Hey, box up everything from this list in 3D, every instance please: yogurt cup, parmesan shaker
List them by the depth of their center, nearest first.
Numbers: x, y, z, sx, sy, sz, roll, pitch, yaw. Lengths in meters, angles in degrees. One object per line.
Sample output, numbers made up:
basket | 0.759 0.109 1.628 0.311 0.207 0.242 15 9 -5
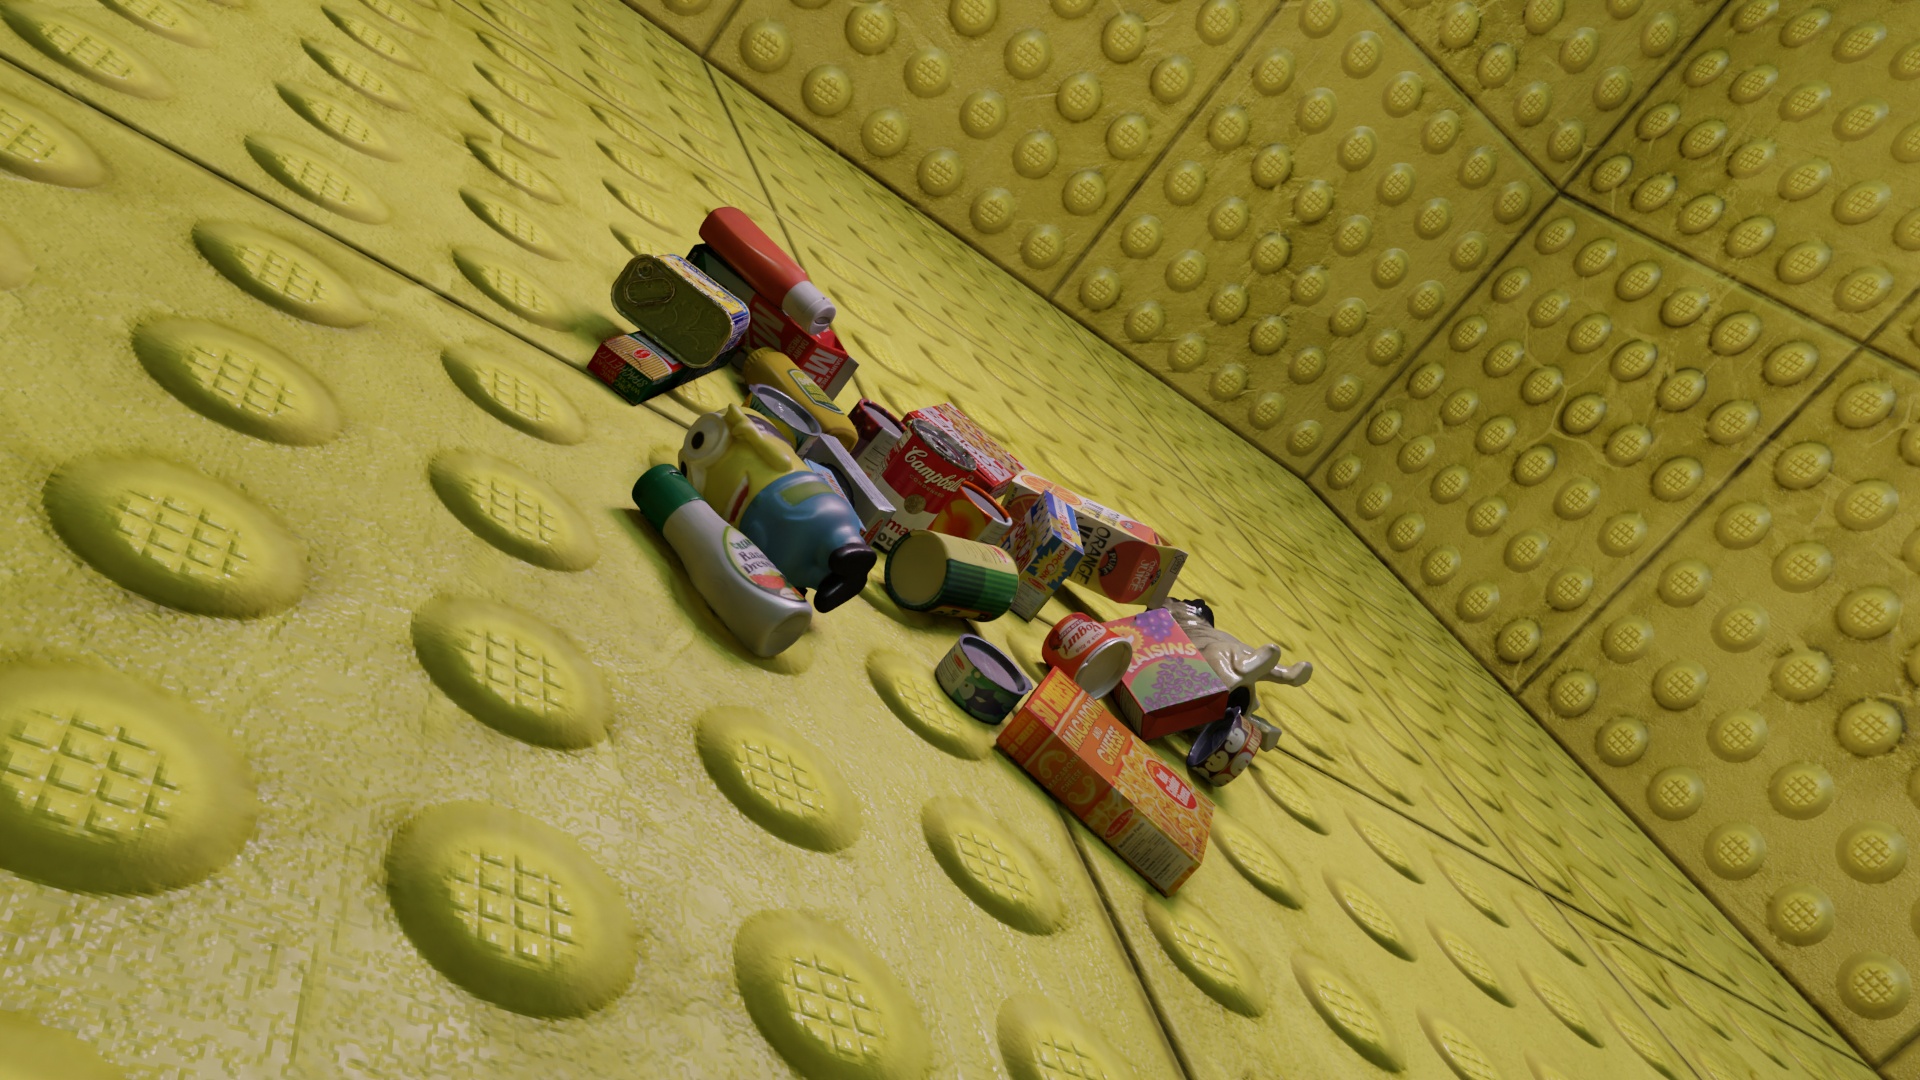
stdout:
parmesan shaker | -0.009 0.029 1.138 0.071 0.071 0.103 48 19 30
yogurt cup | 0.108 0.099 1.206 0.054 0.072 0.072 40 14 36

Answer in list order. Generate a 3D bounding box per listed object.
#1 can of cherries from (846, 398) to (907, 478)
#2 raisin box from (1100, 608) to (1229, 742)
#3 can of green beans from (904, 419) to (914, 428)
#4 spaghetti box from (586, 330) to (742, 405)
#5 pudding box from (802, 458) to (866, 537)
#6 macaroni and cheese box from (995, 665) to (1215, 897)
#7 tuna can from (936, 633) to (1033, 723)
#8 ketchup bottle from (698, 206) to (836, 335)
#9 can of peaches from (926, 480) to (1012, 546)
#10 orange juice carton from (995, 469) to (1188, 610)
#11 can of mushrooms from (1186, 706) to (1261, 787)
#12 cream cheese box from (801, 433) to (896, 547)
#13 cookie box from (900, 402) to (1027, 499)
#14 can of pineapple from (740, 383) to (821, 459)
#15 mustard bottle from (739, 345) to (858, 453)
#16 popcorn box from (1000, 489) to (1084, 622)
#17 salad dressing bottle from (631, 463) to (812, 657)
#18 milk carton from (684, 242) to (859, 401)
can of cherries | -0.087 -0.093 1.306 0.071 0.058 0.072 36 17 -12
raisin box | 0.175 0.119 1.264 0.086 0.039 0.124 -13 39 -16
can of green beans | -0.042 -0.077 1.361 0.071 0.057 0.071 35 16 -12
spaghetti box | -0.247 -0.160 1.192 0.050 0.028 0.251 38 16 -3
pudding box | -0.111 -0.019 1.071 0.030 0.049 0.084 26 20 -42
macaroni and cheese box | 0.111 0.177 1.043 0.166 0.040 0.124 41 16 5
tuna can | 0.018 0.105 1.046 0.071 0.032 0.071 35 16 -12
ketchup bottle | -0.178 -0.254 1.309 0.149 0.043 0.065 44 20 16
can of peaches | 0.005 -0.016 1.300 0.071 0.058 0.071 36 17 -12
orange juice carton | 0.130 0.003 1.418 0.193 0.071 0.073 25 16 5
can of mushrooms | 0.238 0.184 1.243 0.033 0.071 0.071 40 16 -3
cream cheese box | -0.099 -0.037 1.138 0.024 0.053 0.104 15 28 -51
cookie box | 0.001 -0.097 1.542 0.123 0.040 0.168 41 16 5
can of pineapple | -0.158 -0.087 1.135 0.071 0.057 0.071 36 16 -12
mustard bottle | -0.159 -0.134 1.277 0.160 0.048 0.065 47 16 27
popcorn box | 0.074 0.012 1.324 0.038 0.085 0.127 34 17 -13
salad dressing bottle | -0.157 0.010 0.900 0.148 0.044 0.064 45 16 21
milk carton | -0.192 -0.204 1.354 0.190 0.072 0.074 38 17 -1
